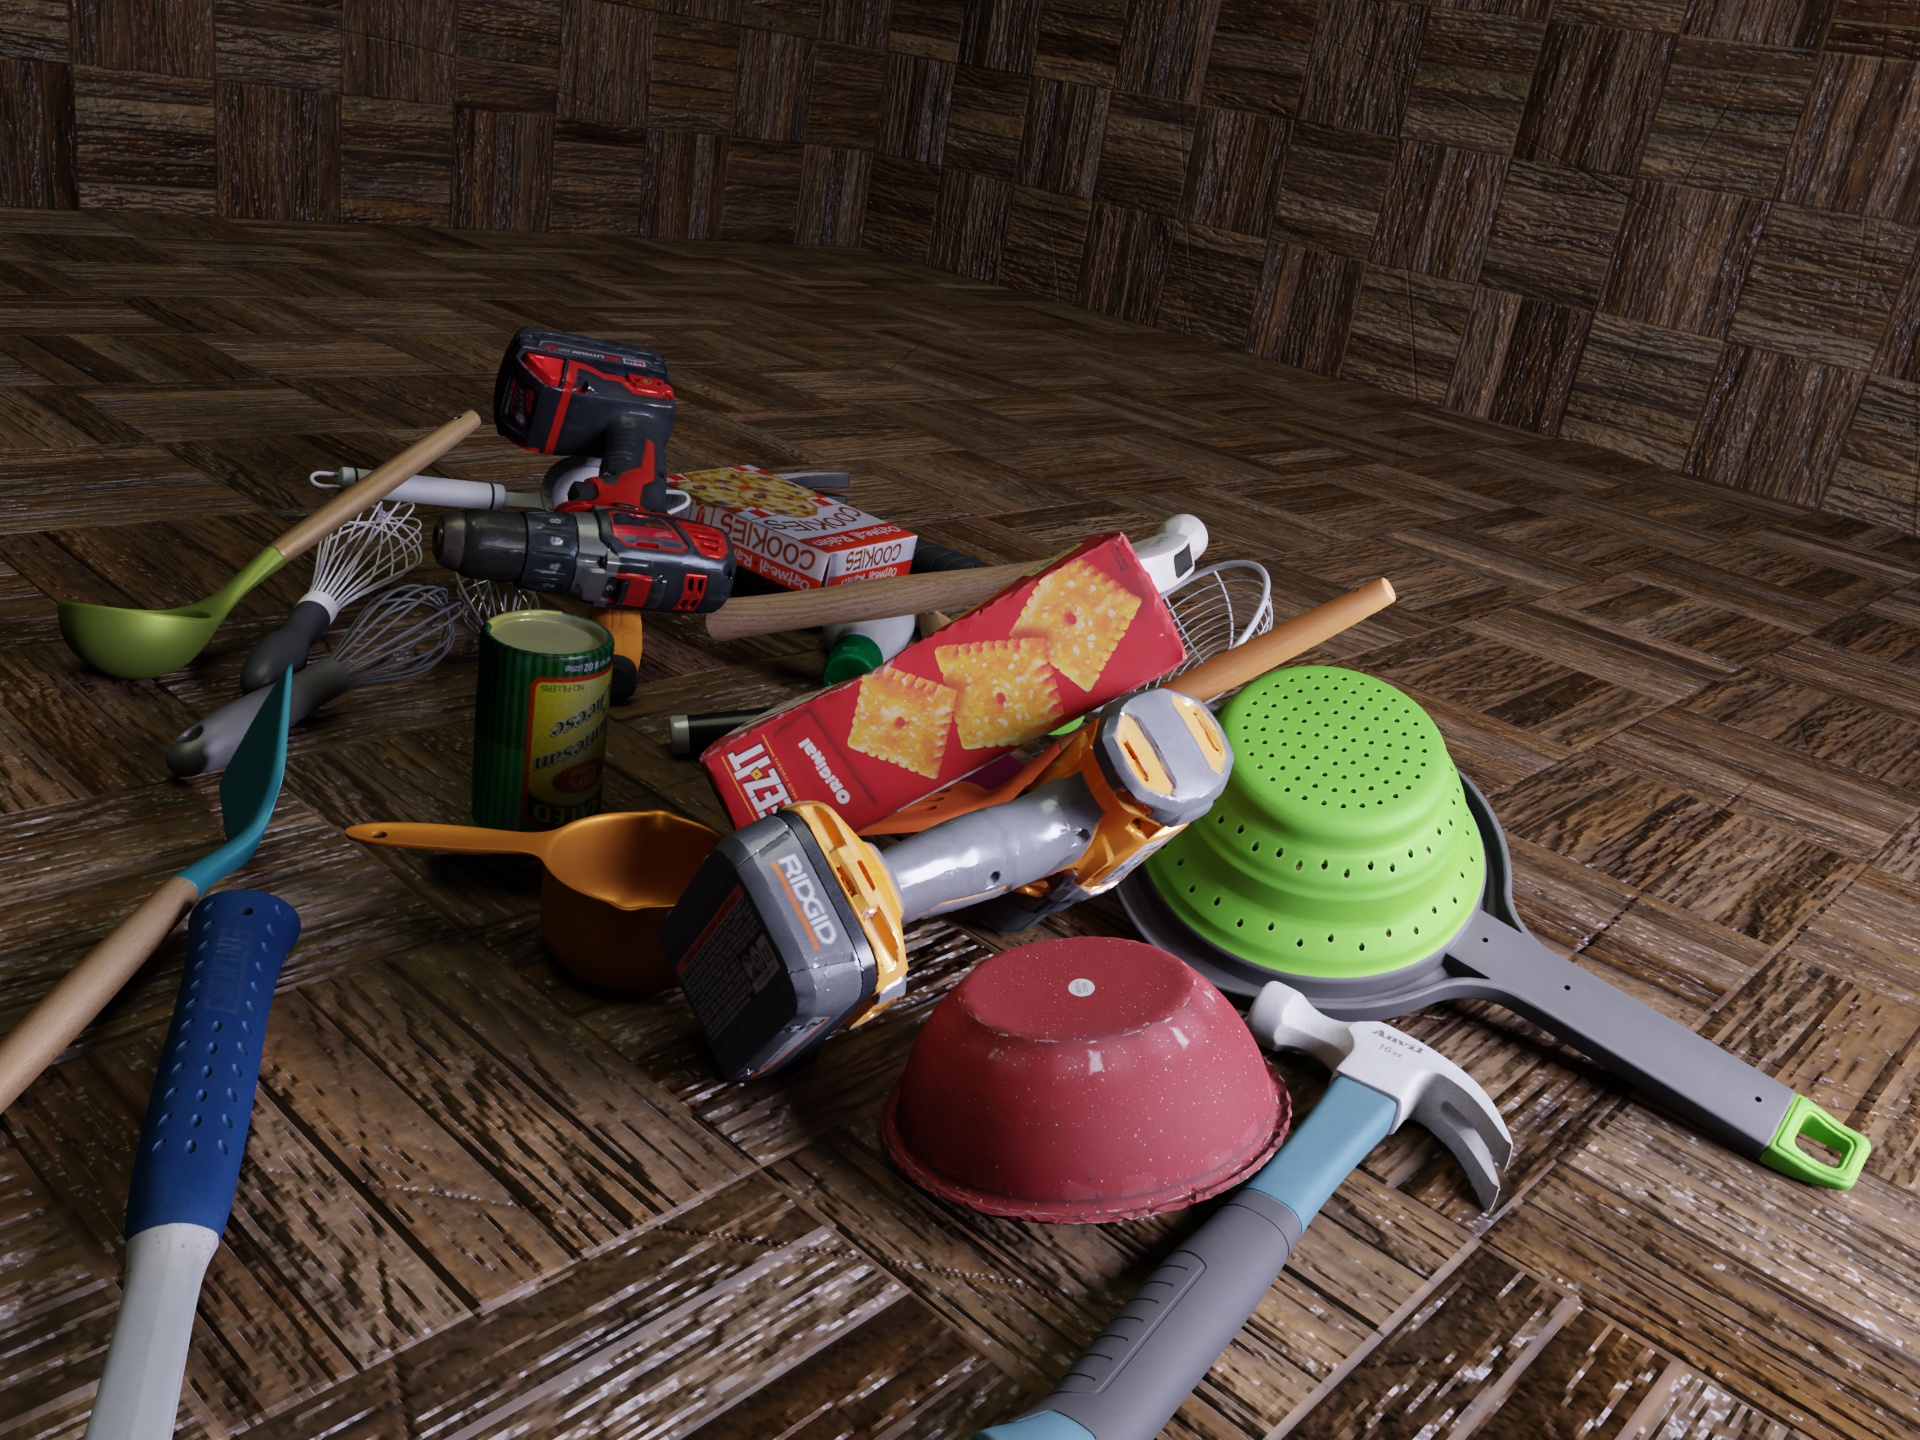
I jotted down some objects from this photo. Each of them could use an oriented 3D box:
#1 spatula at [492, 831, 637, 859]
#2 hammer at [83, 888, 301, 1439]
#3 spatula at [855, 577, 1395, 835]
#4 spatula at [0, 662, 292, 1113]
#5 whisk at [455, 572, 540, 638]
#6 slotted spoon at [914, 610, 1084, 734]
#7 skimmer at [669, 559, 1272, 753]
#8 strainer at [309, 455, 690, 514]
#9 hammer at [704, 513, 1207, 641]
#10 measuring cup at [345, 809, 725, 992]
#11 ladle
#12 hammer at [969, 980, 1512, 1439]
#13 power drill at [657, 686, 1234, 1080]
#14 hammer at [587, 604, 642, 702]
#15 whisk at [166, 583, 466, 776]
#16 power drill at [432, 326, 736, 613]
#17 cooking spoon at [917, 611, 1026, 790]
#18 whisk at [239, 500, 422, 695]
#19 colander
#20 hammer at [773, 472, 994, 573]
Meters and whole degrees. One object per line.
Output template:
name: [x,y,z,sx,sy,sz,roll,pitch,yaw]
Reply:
spatula: [-0.100,0.070,0.789,0.315,0.018,0.060,6,-14,-16]
hammer: [-0.247,0.166,0.482,0.144,0.035,0.406,2,23,-19]
spatula: [0.070,-0.002,0.818,0.322,0.041,0.081,-28,8,27]
spatula: [-0.339,0.079,0.643,0.044,0.082,0.318,35,23,-12]
whisk: [-0.280,-0.044,0.973,0.057,0.059,0.247,30,16,-29]
slotted spoon: [-0.011,-0.064,1.157,0.070,0.031,0.314,-12,28,-29]
skimmer: [0.008,-0.037,0.947,0.363,0.090,0.127,-6,21,-12]
strainer: [-0.316,-0.154,1.106,0.258,0.050,0.087,2,57,-33]
hammer: [-0.017,-0.081,1.008,0.331,0.031,0.130,-6,17,24]
measuring cup: [-0.184,0.078,0.705,0.173,0.052,0.095,6,22,-4]
ladle: [-0.407,-0.125,0.978,0.078,0.062,0.320,7,39,28]
hammer: [0.105,0.188,0.581,0.128,0.033,0.331,21,25,29]
power drill: [-0.011,0.073,0.684,0.226,0.185,0.084,-20,73,-32]
hammer: [-0.235,-0.090,1.116,0.127,0.034,0.337,3,23,-12]
whisk: [-0.357,-0.025,0.893,0.055,0.055,0.239,15,27,12]
power drill: [-0.260,-0.162,1.057,0.187,0.080,0.227,4,45,-29]
cooking spoon: [-0.002,-0.003,1.002,0.068,0.017,0.319,-2,28,-8]
whisk: [-0.397,-0.082,1.005,0.070,0.070,0.285,7,26,-7]
colander: [0.240,0.079,0.754,0.397,0.094,0.204,31,53,26]
hammer: [-0.049,-0.148,1.333,0.335,0.035,0.146,25,27,34]
